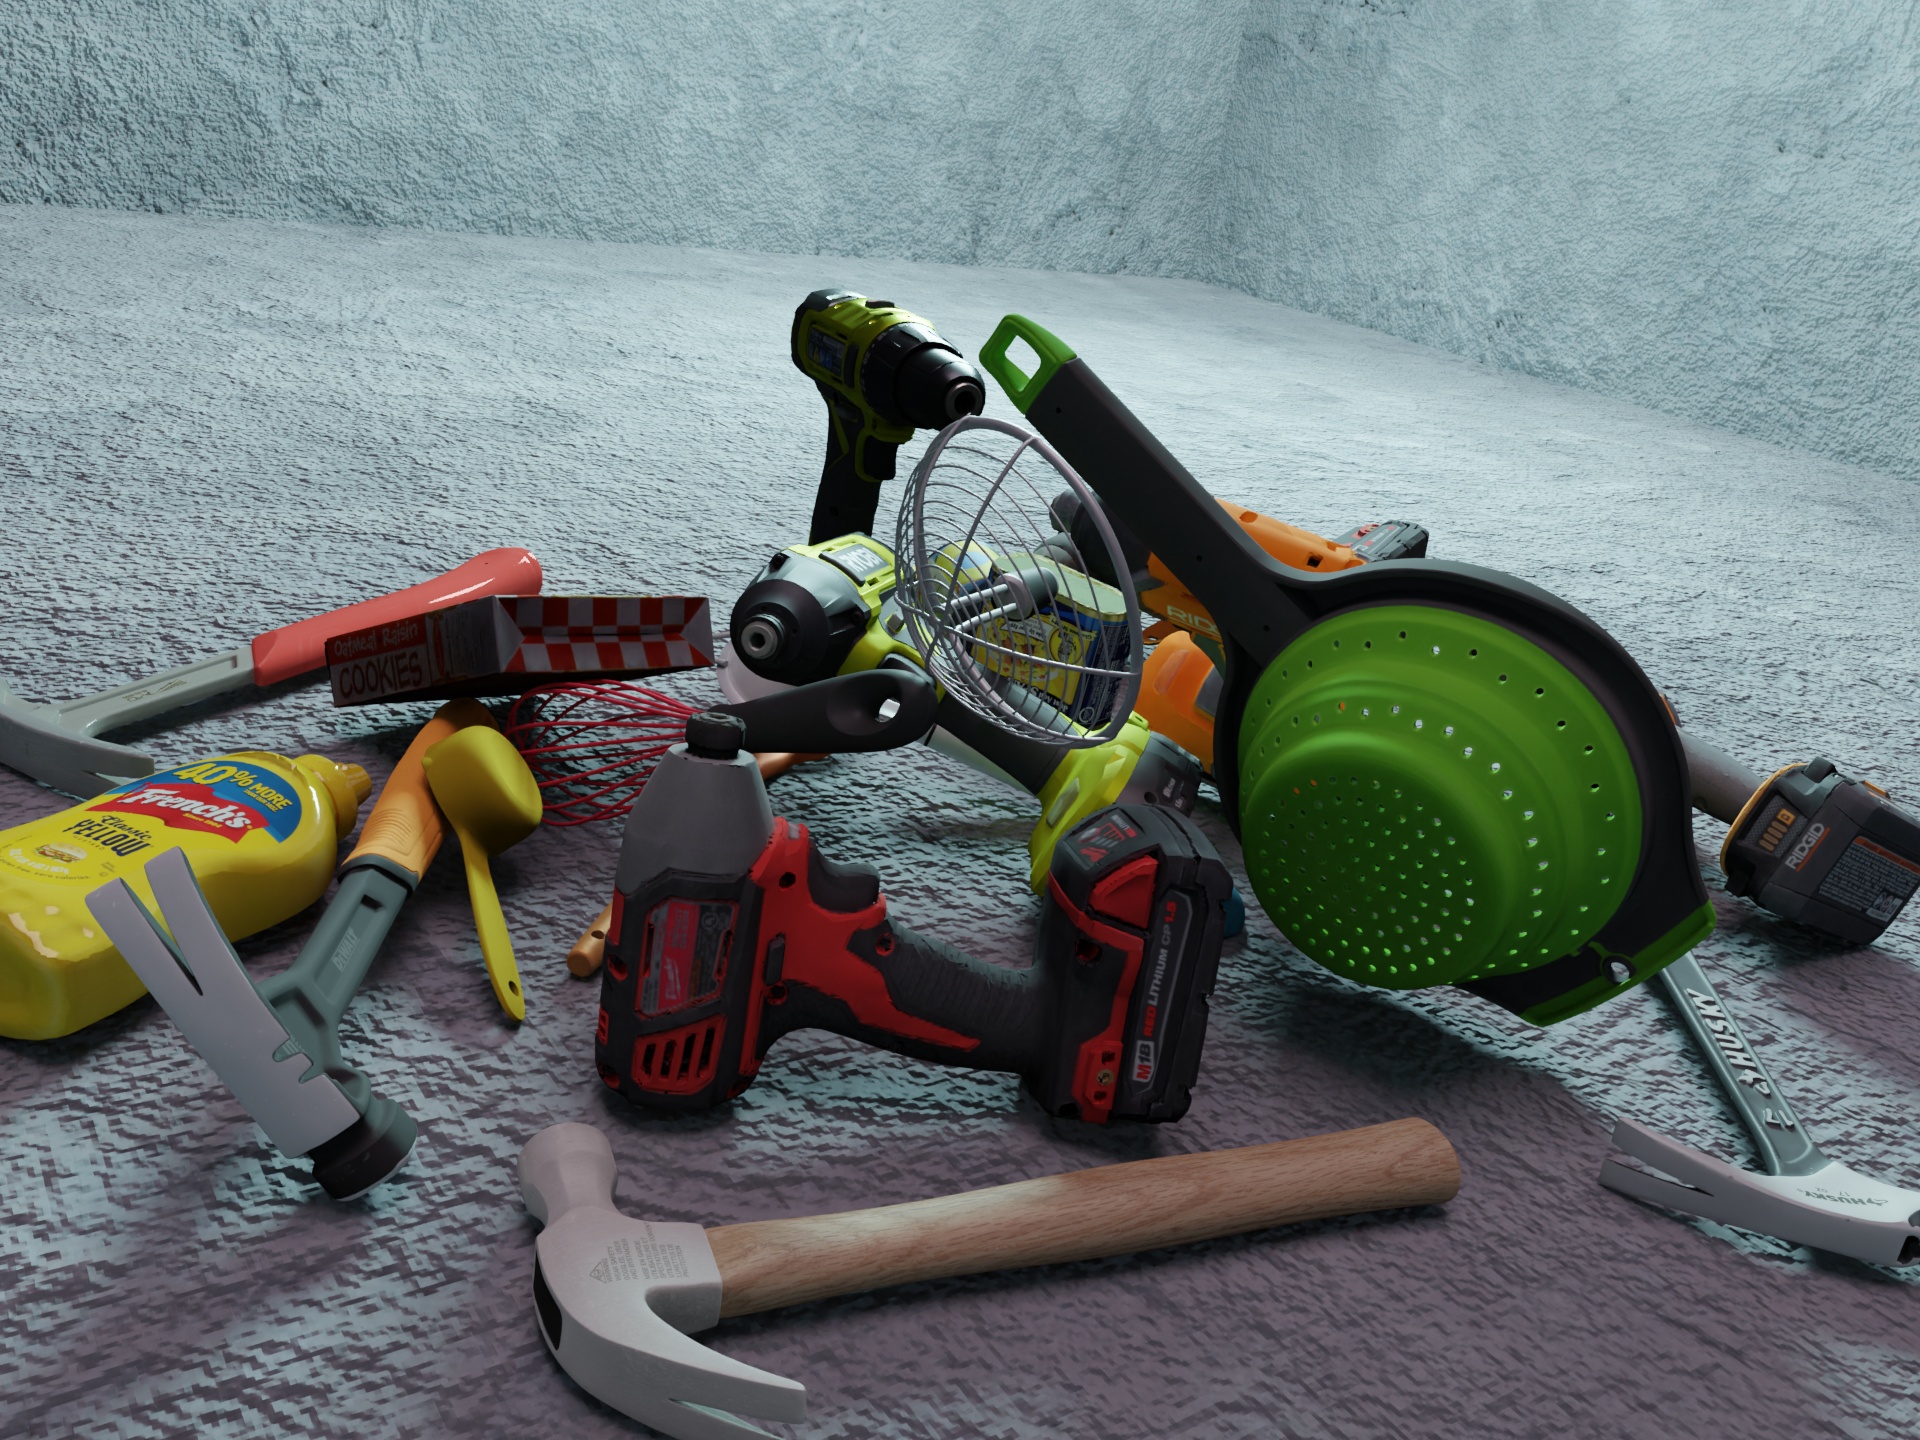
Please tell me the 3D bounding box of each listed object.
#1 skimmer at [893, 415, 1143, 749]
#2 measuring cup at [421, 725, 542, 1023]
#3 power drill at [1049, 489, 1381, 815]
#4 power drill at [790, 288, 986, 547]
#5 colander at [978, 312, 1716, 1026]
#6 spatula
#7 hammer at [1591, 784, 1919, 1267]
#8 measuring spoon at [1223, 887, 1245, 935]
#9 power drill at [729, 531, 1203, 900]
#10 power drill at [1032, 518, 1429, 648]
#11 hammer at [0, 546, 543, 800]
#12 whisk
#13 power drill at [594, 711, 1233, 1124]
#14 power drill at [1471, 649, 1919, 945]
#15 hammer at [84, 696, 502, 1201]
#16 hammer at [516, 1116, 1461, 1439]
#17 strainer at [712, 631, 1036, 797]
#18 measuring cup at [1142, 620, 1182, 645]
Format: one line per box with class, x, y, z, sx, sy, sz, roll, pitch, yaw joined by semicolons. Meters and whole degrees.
skimmer;0.041;-0.063;0.701;0.090;0.127;0.363;-25;2;12
measuring cup;-0.190;0.061;0.666;0.029;0.062;0.157;-31;47;2
power drill;0.131;-0.042;0.832;0.164;0.084;0.226;25;-17;21
power drill;-0.052;-0.138;0.978;0.080;0.228;0.191;-4;26;-28
colander;0.129;-0.017;0.669;0.397;0.204;0.094;47;43;7
spatula;-0.116;0.033;0.791;0.081;0.041;0.323;23;25;4
hammer;0.340;0.116;0.773;0.149;0.036;0.409;9;22;2
measuring spoon;0.094;0.095;0.743;0.042;0.021;0.128;23;25;32
power drill;-0.001;-0.002;0.750;0.223;0.080;0.171;35;17;3
power drill;0.170;-0.098;1.042;0.227;0.080;0.188;18;28;28
hammer;-0.355;-0.040;0.885;0.149;0.036;0.359;18;25;21
whisk;-0.115;0.007;0.694;0.296;0.073;0.073;-7;6;44
power drill;-0.019;0.076;0.593;0.219;0.143;0.079;6;11;-11
power drill;0.395;0.023;0.882;0.185;0.084;0.226;18;18;-39
hammer;-0.236;0.049;0.646;0.034;0.127;0.337;-29;19;4
hammer;0.029;0.169;0.532;0.331;0.031;0.130;-1;24;-23
strainer;-0.025;-0.002;0.853;0.258;0.050;0.087;25;45;-2
measuring cup;0.169;-0.054;1.097;0.095;0.052;0.173;24;31;32
